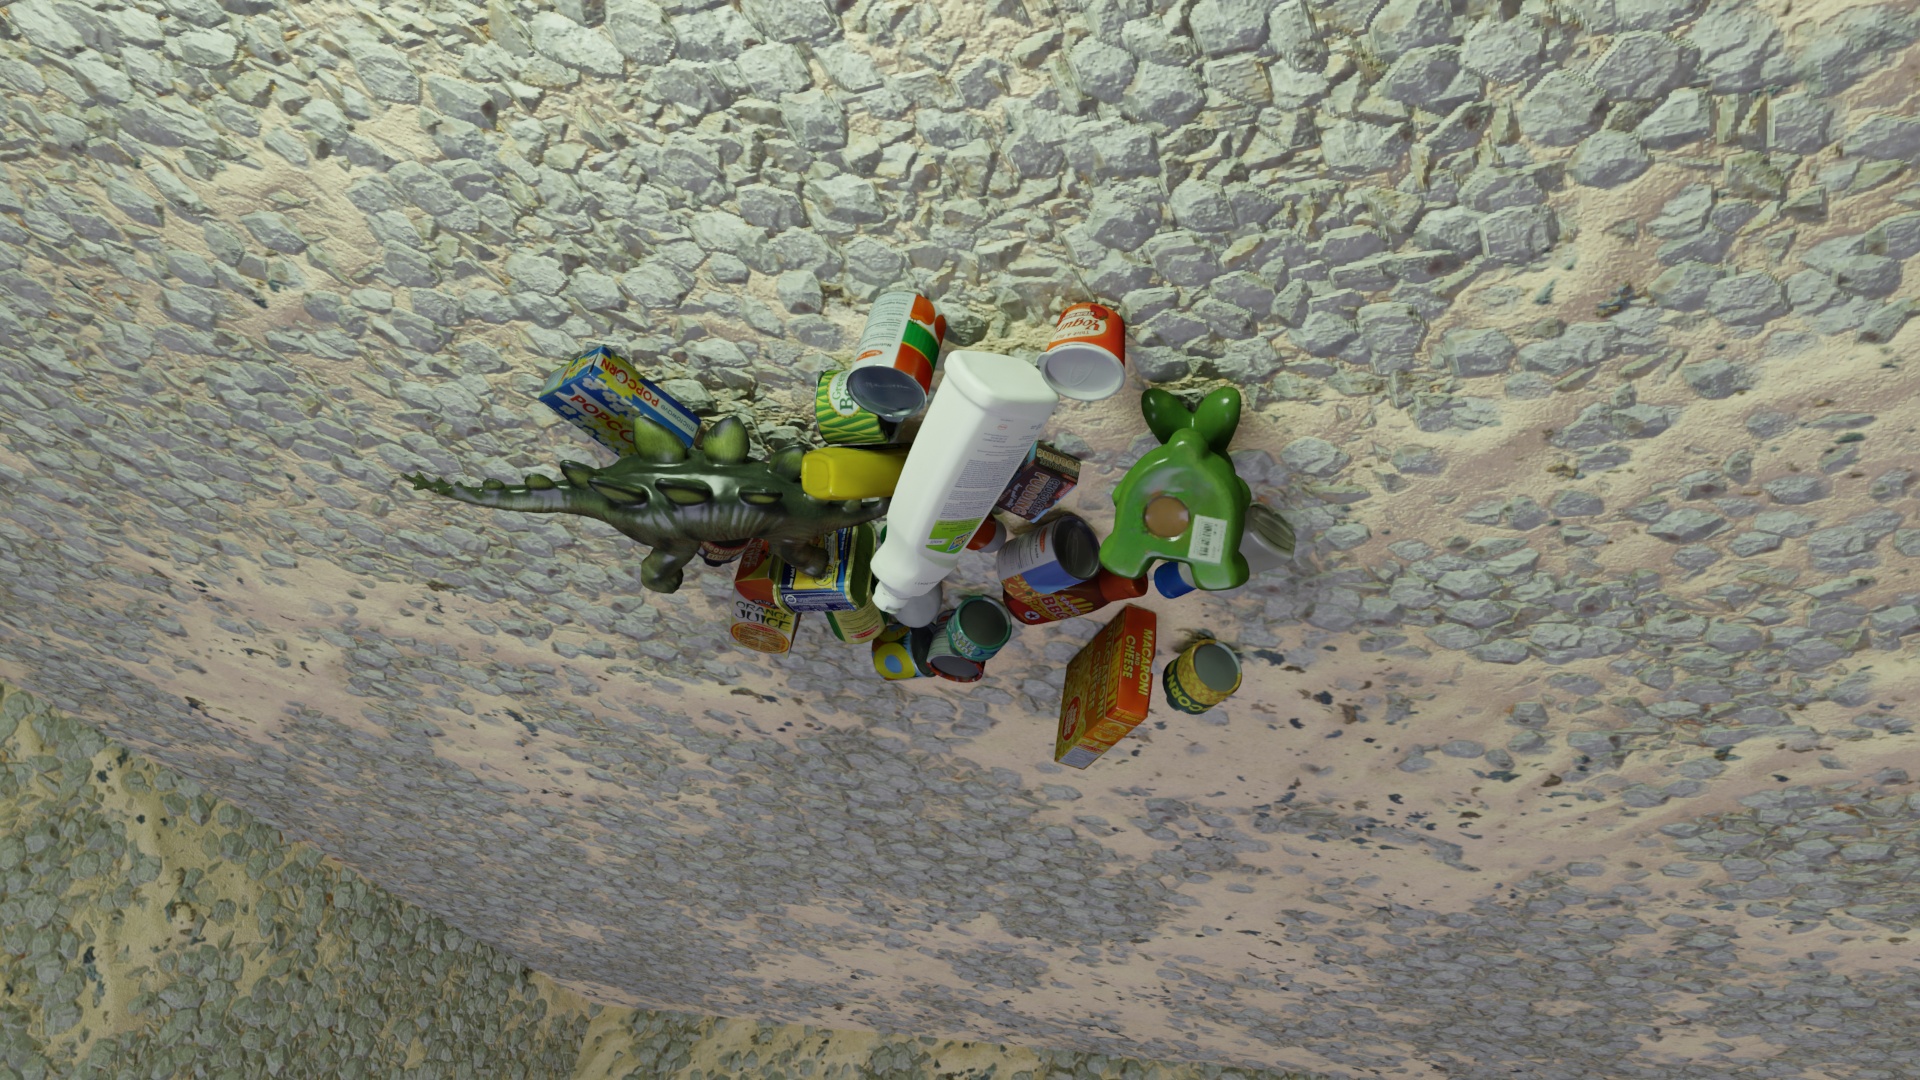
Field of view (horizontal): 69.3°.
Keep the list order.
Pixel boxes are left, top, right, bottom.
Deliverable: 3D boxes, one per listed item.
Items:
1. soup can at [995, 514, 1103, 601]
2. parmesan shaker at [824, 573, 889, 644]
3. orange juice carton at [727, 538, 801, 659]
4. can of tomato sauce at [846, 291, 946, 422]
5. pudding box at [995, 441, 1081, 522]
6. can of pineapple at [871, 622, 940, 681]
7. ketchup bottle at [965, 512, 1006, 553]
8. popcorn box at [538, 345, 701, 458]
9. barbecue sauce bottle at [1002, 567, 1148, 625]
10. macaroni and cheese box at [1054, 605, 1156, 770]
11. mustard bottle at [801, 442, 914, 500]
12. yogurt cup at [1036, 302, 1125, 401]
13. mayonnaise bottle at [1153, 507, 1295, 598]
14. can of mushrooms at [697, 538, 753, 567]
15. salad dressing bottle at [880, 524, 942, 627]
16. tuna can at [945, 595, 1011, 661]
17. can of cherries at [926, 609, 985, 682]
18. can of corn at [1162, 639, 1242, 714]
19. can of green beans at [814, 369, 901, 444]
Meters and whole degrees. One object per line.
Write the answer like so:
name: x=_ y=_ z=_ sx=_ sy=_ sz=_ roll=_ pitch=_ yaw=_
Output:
soup can: x=0.088 y=0.020 z=1.365 sx=0.071 sy=0.072 sz=0.083 roll=33 pitch=143 yaw=-28
parmesan shaker: x=-0.118 y=0.056 z=1.500 sx=0.071 sy=0.071 sz=0.102 roll=4 pitch=145 yaw=15
orange juice carton: x=-0.207 y=0.051 z=1.516 sx=0.073 sy=0.072 sz=0.191 roll=15 pitch=148 yaw=-3
can of tomato sauce: x=-0.051 y=-0.151 z=1.138 sx=0.071 sy=0.083 sz=0.070 roll=10 pitch=147 yaw=6
pudding box: x=0.070 y=-0.053 z=1.293 sx=0.049 sy=0.030 sz=0.083 roll=24 pitch=146 yaw=-17
can of pineapple: x=-0.060 y=0.124 z=1.581 sx=0.058 sy=0.071 sz=0.071 roll=-11 pitch=140 yaw=33
ketchup bottle: x=0.005 y=-0.016 z=1.312 sx=0.065 sy=0.043 sz=0.148 roll=30 pitch=-179 yaw=21
popcorn box: x=-0.323 y=-0.124 z=1.323 sx=0.085 sy=0.038 sz=0.126 roll=-16 pitch=137 yaw=40
barbecue sauce bottle: x=0.119 y=0.051 z=1.421 sx=0.148 sy=0.044 sz=0.064 roll=-13 pitch=139 yaw=35
macaroni and cheese box: x=0.157 y=0.161 z=1.501 sx=0.040 sy=0.124 sz=0.165 roll=18 pitch=147 yaw=-12
mustard bottle: x=-0.067 y=-0.065 z=1.272 sx=0.161 sy=0.048 sz=0.065 roll=-7 pitch=-169 yaw=-41
yogurt cup: x=0.101 y=-0.152 z=1.108 sx=0.072 sy=0.054 sz=0.072 roll=9 pitch=147 yaw=6
mayonnaise bottle: x=0.246 y=0.017 z=1.326 sx=0.064 sy=0.041 sz=0.147 roll=31 pitch=145 yaw=-23
can of mushrooms: x=-0.247 y=-0.010 z=1.439 sx=0.071 sy=0.071 sz=0.033 roll=23 pitch=145 yaw=-15
salad dressing bottle: x=-0.055 y=0.036 z=1.465 sx=0.064 sy=0.044 sz=0.147 roll=8 pitch=146 yaw=13
tuna can: x=0.019 y=0.096 z=1.503 sx=0.071 sy=0.071 sz=0.032 roll=21 pitch=145 yaw=-11
can of cherries: x=0.001 y=0.120 z=1.558 sx=0.071 sy=0.059 sz=0.071 roll=10 pitch=147 yaw=7
can of corn: x=0.259 y=0.148 z=1.494 sx=0.071 sy=0.071 sz=0.058 roll=22 pitch=145 yaw=-13
can of green beans: x=-0.089 y=-0.118 z=1.220 sx=0.058 sy=0.071 sz=0.071 roll=0 pitch=145 yaw=19
